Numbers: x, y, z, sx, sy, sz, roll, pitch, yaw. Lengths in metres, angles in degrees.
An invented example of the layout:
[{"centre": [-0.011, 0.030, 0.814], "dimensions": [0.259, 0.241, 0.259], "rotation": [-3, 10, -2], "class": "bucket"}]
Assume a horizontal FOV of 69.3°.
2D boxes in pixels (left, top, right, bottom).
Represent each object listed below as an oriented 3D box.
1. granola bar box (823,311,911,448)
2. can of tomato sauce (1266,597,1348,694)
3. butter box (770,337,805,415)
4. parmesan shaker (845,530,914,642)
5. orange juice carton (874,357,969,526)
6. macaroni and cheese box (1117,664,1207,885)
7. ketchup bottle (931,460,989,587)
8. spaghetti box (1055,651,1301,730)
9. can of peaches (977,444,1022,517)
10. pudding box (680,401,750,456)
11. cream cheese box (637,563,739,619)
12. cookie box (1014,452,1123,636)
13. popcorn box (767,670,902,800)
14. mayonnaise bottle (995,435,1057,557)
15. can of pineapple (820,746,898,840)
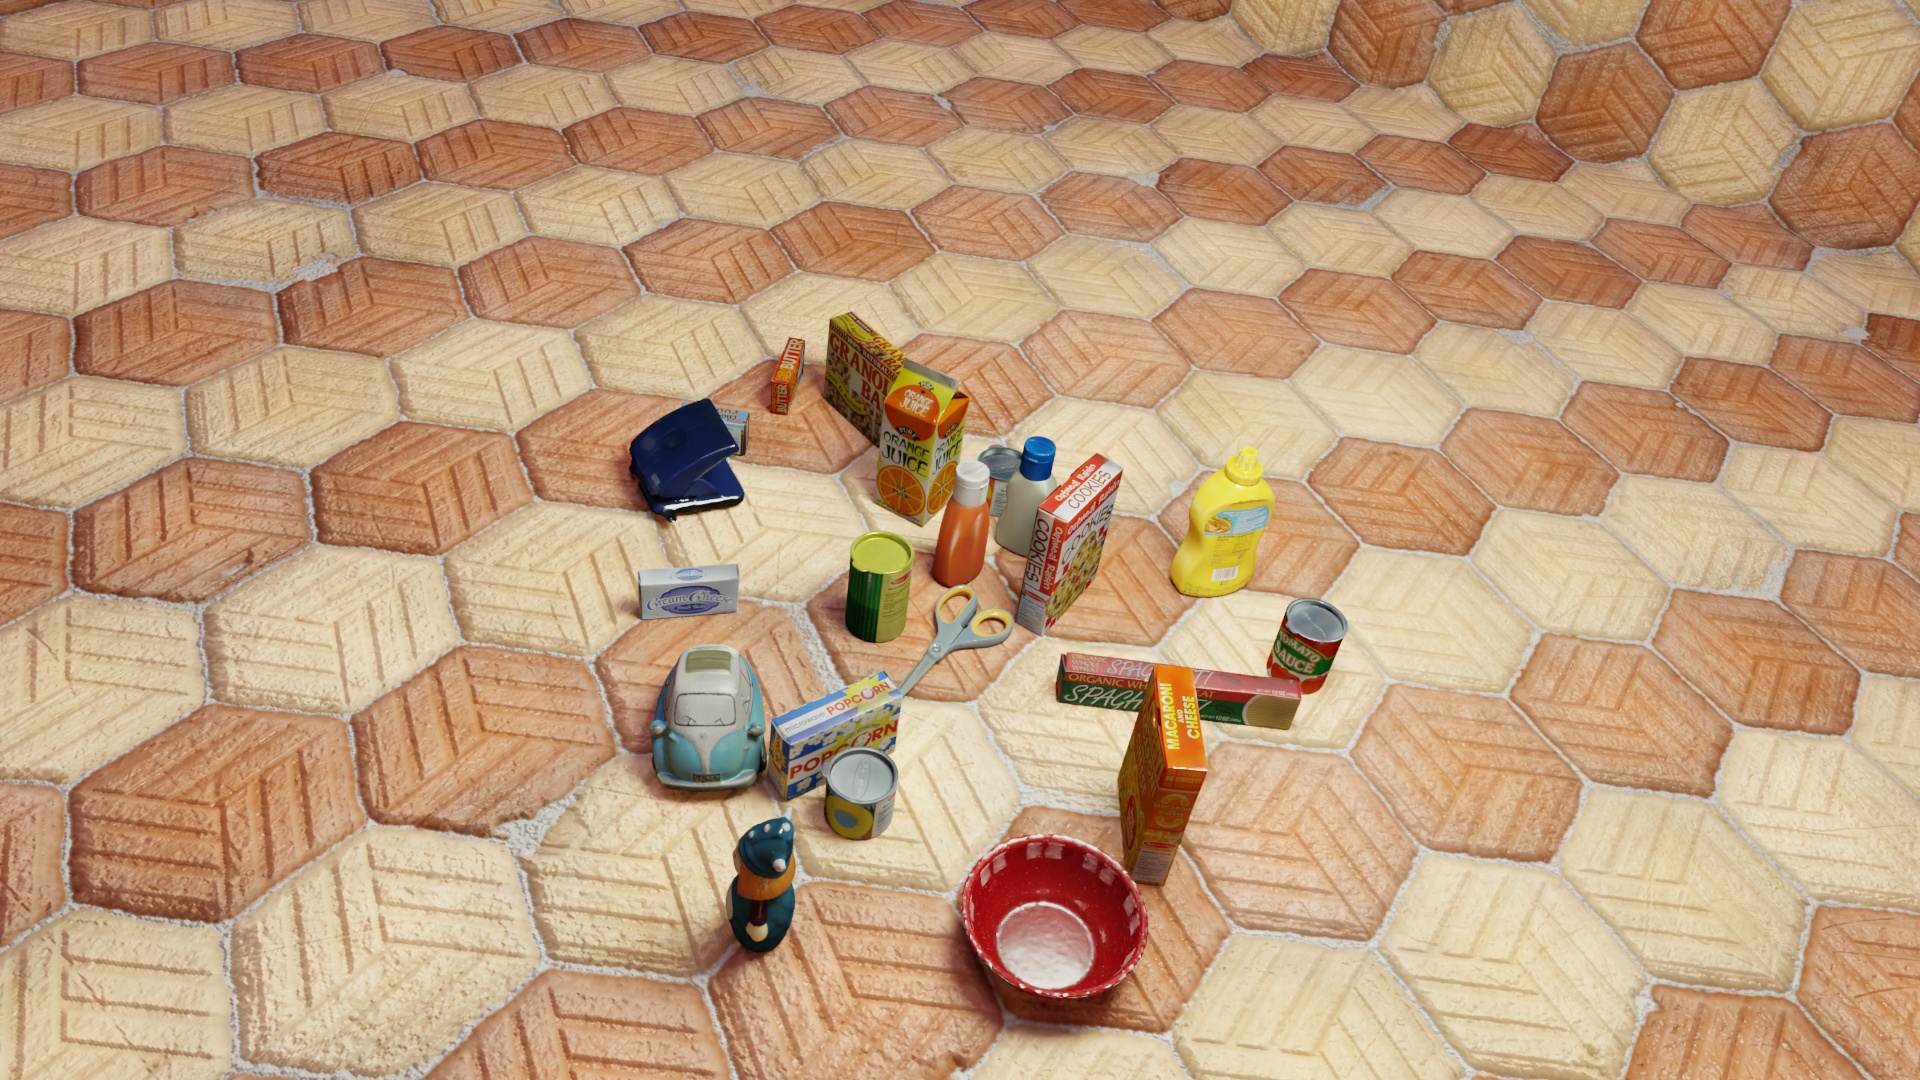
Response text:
[{"centre": [-0.104, -0.189, 1.715], "dimensions": [0.039, 0.123, 0.166], "rotation": [-23, 50, -32], "class": "granola bar box"}, {"centre": [0.368, 0.114, 1.485], "dimensions": [0.071, 0.082, 0.071], "rotation": [5, 41, -5], "class": "can of tomato sauce"}, {"centre": [-0.220, -0.210, 1.773], "dimensions": [0.024, 0.052, 0.104], "rotation": [10, 40, 1], "class": "butter box"}, {"centre": [-0.088, 0.050, 1.458], "dimensions": [0.071, 0.102, 0.072], "rotation": [5, 41, -4], "class": "parmesan shaker"}, {"centre": [-0.044, -0.118, 1.593], "dimensions": [0.072, 0.191, 0.073], "rotation": [26, 43, 19], "class": "orange juice carton"}, {"centre": [0.181, 0.215, 1.270], "dimensions": [0.040, 0.165, 0.124], "rotation": [6, 41, -4], "class": "macaroni and cheese box"}, {"centre": [0.005, -0.019, 1.521], "dimensions": [0.043, 0.148, 0.065], "rotation": [36, 47, 28], "class": "ketchup bottle"}, {"centre": [0.224, 0.156, 1.436], "dimensions": [0.250, 0.049, 0.029], "rotation": [7, 41, -2], "class": "spaghetti box"}, {"centre": [0.048, -0.071, 1.659], "dimensions": [0.071, 0.057, 0.071], "rotation": [5, 41, -5], "class": "can of peaches"}, {"centre": [-0.298, -0.134, 1.673], "dimensions": [0.084, 0.049, 0.030], "rotation": [8, 40, -1], "class": "pudding box"}, {"centre": [-0.285, 0.054, 1.456], "dimensions": [0.104, 0.053, 0.024], "rotation": [-4, 42, -15], "class": "cream cheese box"}, {"centre": [0.116, 0.004, 1.501], "dimensions": [0.040, 0.166, 0.123], "rotation": [27, 44, 20], "class": "cookie box"}, {"centre": [-0.119, 0.184, 1.312], "dimensions": [0.127, 0.084, 0.038], "rotation": [-21, 49, -31], "class": "popcorn box"}, {"centre": [0.080, -0.050, 1.571], "dimensions": [0.065, 0.147, 0.041], "rotation": [23, 42, 16], "class": "mayonnaise bottle"}, {"centre": [-0.094, 0.233, 1.281], "dimensions": [0.071, 0.057, 0.071], "rotation": [5, 41, -5], "class": "can of pineapple"}]
